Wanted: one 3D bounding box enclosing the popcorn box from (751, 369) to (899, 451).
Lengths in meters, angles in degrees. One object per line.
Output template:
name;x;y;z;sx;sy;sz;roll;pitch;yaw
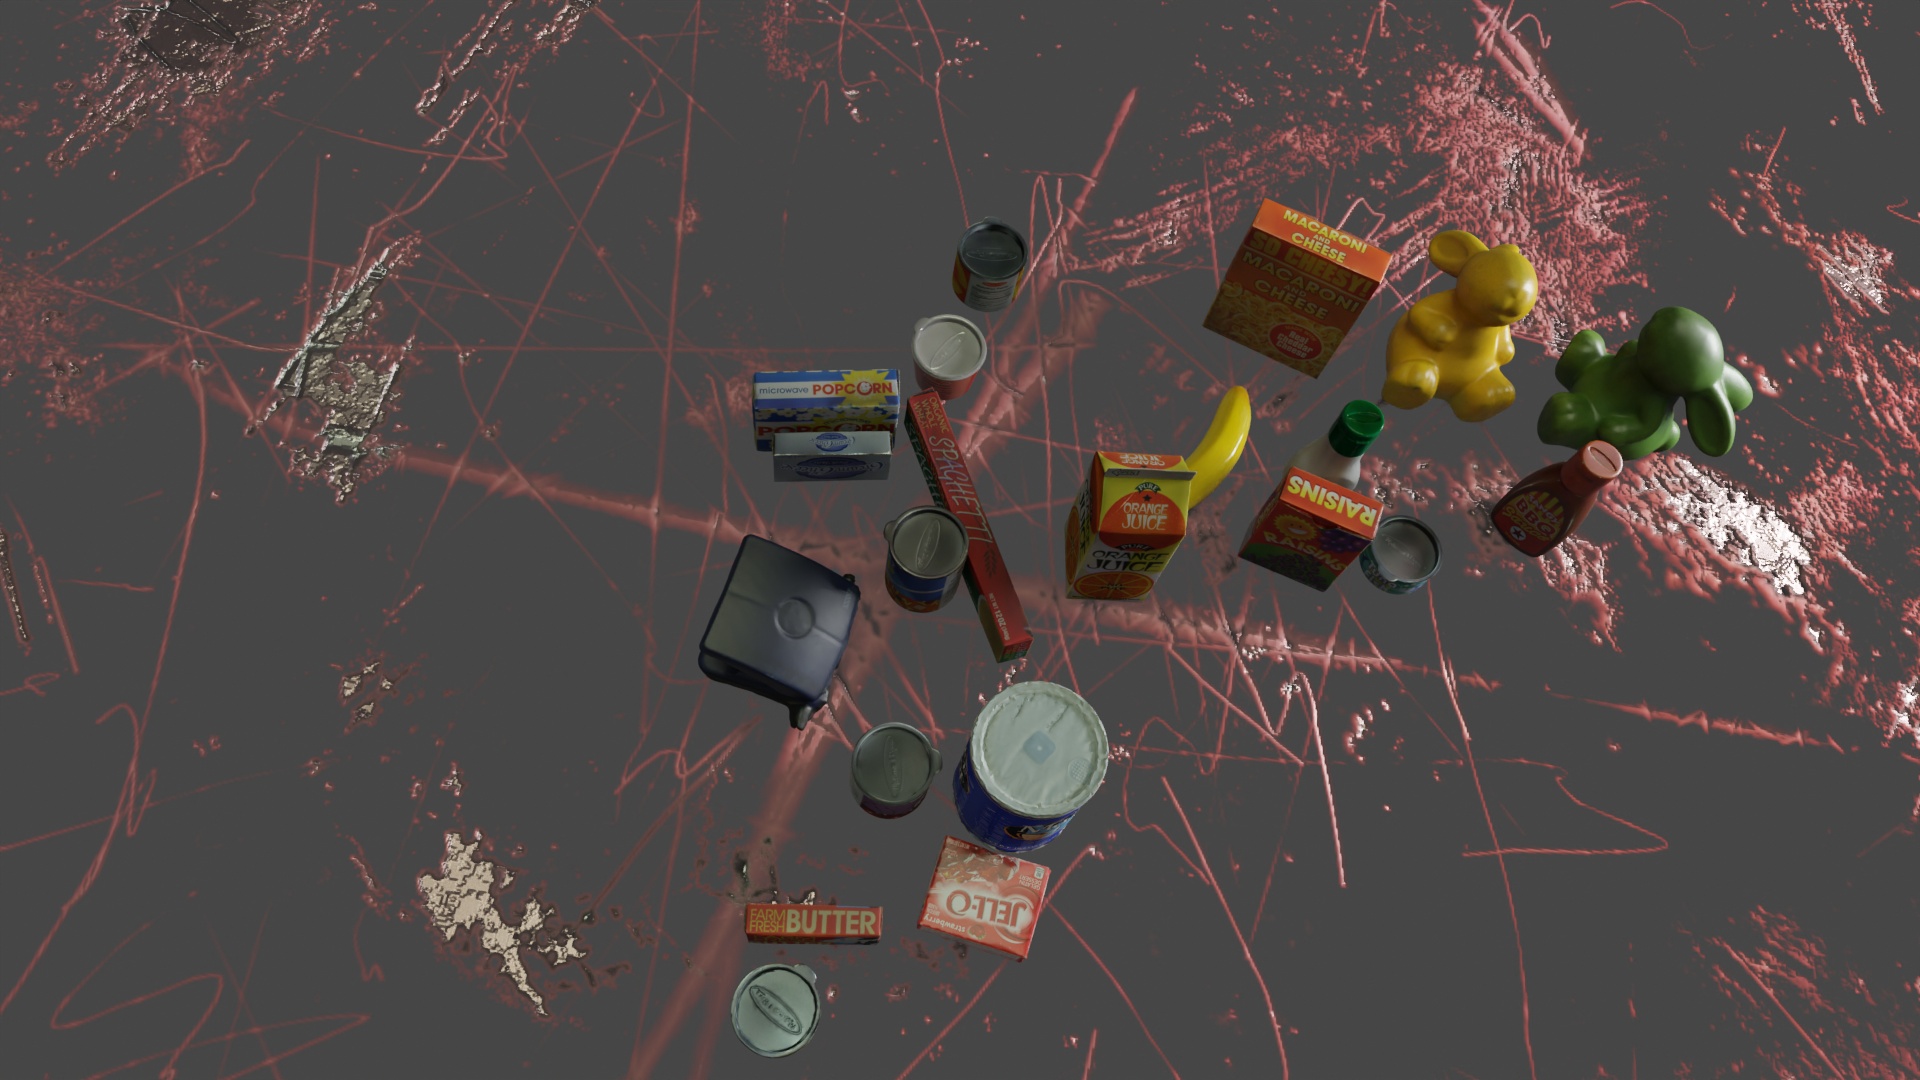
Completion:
popcorn box;-0.118;-0.113;1.218;0.127;0.085;0.038;-2;67;-8

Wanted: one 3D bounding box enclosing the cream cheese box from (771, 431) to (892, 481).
cream cheese box;-0.113;-0.073;1.218;0.104;0.053;0.024;-2;67;-7

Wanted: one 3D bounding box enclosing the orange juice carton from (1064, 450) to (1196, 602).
orange juice carton;0.137;-0.017;1.146;0.072;0.192;0.073;3;66;-5

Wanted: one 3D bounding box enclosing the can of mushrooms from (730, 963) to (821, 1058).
can of mushrooms;-0.136;0.350;1.039;0.071;0.033;0.071;2;66;-6

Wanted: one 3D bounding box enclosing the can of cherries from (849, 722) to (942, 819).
can of cherries;-0.052;0.185;1.108;0.071;0.058;0.072;2;66;-6

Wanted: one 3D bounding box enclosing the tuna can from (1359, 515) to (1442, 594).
tuna can;0.394;0.015;1.250;0.071;0.032;0.071;2;66;-6

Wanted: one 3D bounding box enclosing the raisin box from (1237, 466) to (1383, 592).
raisin box;0.300;-0.008;1.199;0.086;0.123;0.040;24;66;4

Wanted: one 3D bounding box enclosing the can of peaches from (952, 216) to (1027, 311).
can of peaches;0.027;-0.261;1.315;0.071;0.057;0.071;2;66;-6

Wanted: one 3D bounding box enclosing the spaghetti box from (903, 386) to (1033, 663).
spaghetti box;0.004;-0.015;1.208;0.029;0.050;0.251;-16;69;-13

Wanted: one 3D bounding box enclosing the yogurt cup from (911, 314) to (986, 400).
yogurt cup;-0.013;-0.164;1.270;0.072;0.053;0.072;2;66;-6

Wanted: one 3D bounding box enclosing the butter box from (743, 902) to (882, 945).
butter box;-0.112;0.292;1.056;0.103;0.053;0.024;3;66;-5

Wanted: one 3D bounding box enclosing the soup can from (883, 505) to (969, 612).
soup can;-0.032;0.016;1.171;0.071;0.083;0.071;2;66;-6

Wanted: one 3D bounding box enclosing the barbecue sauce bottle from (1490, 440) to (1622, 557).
barbecue sauce bottle;0.529;-0.039;1.226;0.044;0.148;0.065;-37;76;-20

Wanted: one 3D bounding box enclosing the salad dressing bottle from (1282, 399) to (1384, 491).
salad dressing bottle;0.328;-0.073;1.218;0.064;0.147;0.044;4;66;-5

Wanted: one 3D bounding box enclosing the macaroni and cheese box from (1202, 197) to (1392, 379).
macaroni and cheese box;0.304;-0.229;1.274;0.124;0.165;0.040;26;66;5
